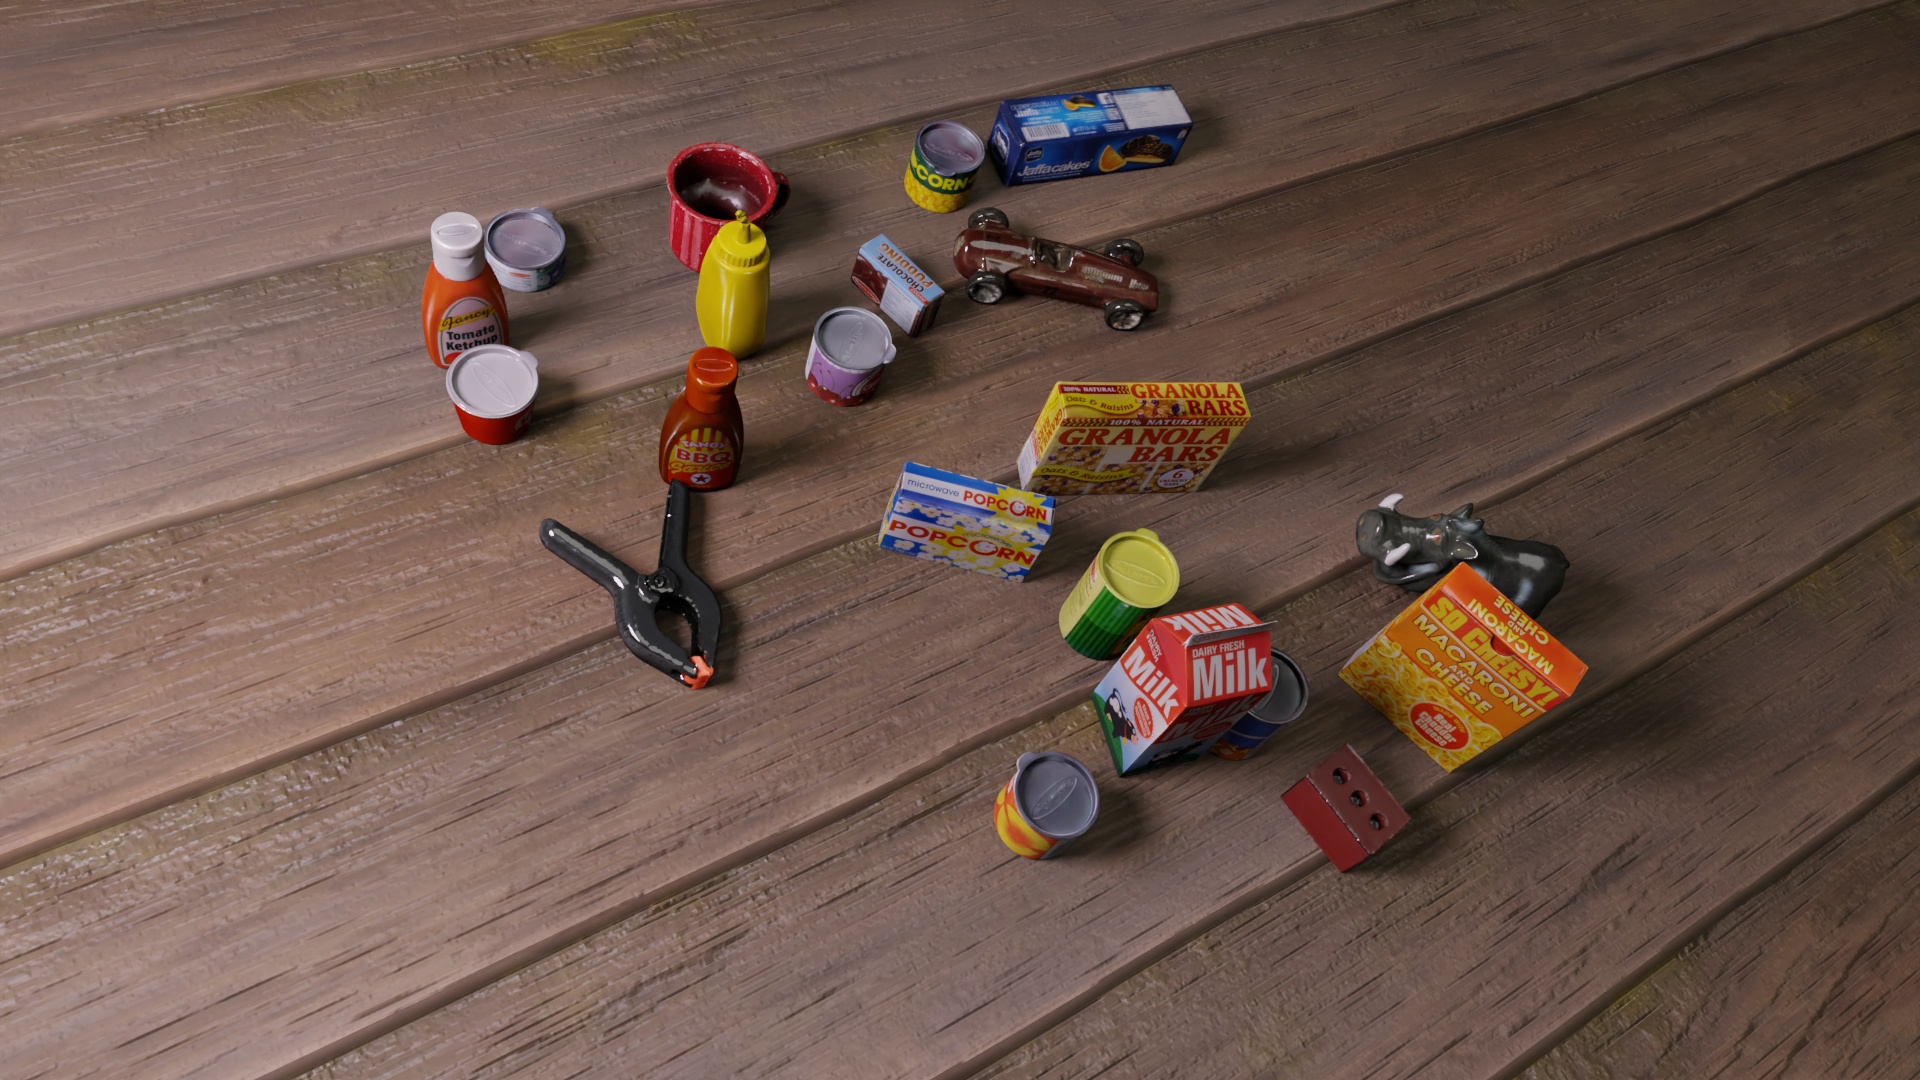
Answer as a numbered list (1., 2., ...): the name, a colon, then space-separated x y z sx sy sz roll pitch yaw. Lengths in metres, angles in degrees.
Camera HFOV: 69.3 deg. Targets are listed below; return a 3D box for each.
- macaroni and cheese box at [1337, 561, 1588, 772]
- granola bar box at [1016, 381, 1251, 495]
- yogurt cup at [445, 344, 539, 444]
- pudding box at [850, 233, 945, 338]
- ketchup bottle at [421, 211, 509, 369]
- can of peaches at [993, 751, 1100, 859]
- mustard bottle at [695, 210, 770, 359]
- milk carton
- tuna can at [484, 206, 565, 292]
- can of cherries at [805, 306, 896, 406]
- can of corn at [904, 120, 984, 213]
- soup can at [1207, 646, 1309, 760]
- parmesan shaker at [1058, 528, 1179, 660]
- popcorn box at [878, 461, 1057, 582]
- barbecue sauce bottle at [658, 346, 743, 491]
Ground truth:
1. macaroni and cheese box: 0.397 0.106 1.113 0.124 0.165 0.040 42 59 10
2. granola bar box: 0.143 -0.086 1.176 0.166 0.123 0.039 -2 62 -17
3. yogurt cup: -0.365 -0.111 1.088 0.072 0.053 0.073 7 59 -12
4. pudding box: -0.057 -0.228 1.245 0.084 0.049 0.030 44 59 11
5. ketchup bottle: -0.384 -0.192 1.073 0.065 0.148 0.043 -15 66 -23
6. can of peaches: 0.062 0.196 1.030 0.071 0.057 0.071 7 60 -12
7. mustard bottle: -0.183 -0.213 1.136 0.049 0.159 0.065 -22 69 -25
8. milk carton: 0.167 0.106 1.034 0.072 0.189 0.074 -8 64 -20
9. tuna can: -0.368 -0.248 1.178 0.071 0.032 0.071 7 59 -12
10. can of cherries: -0.094 -0.155 1.187 0.071 0.058 0.072 7 60 -12
11. can of corn: -0.017 -0.354 1.324 0.071 0.058 0.071 7 60 -12
12. soup can: 0.225 0.128 1.100 0.071 0.083 0.071 7 60 -12
13. parmesan shaker: 0.126 0.044 1.109 0.071 0.102 0.071 7 60 -12
14. popcorn box: 0.004 -0.014 1.118 0.127 0.084 0.038 14 58 -8
15. barbecue sauce bottle: -0.196 -0.092 1.069 0.065 0.147 0.044 2 61 -15
